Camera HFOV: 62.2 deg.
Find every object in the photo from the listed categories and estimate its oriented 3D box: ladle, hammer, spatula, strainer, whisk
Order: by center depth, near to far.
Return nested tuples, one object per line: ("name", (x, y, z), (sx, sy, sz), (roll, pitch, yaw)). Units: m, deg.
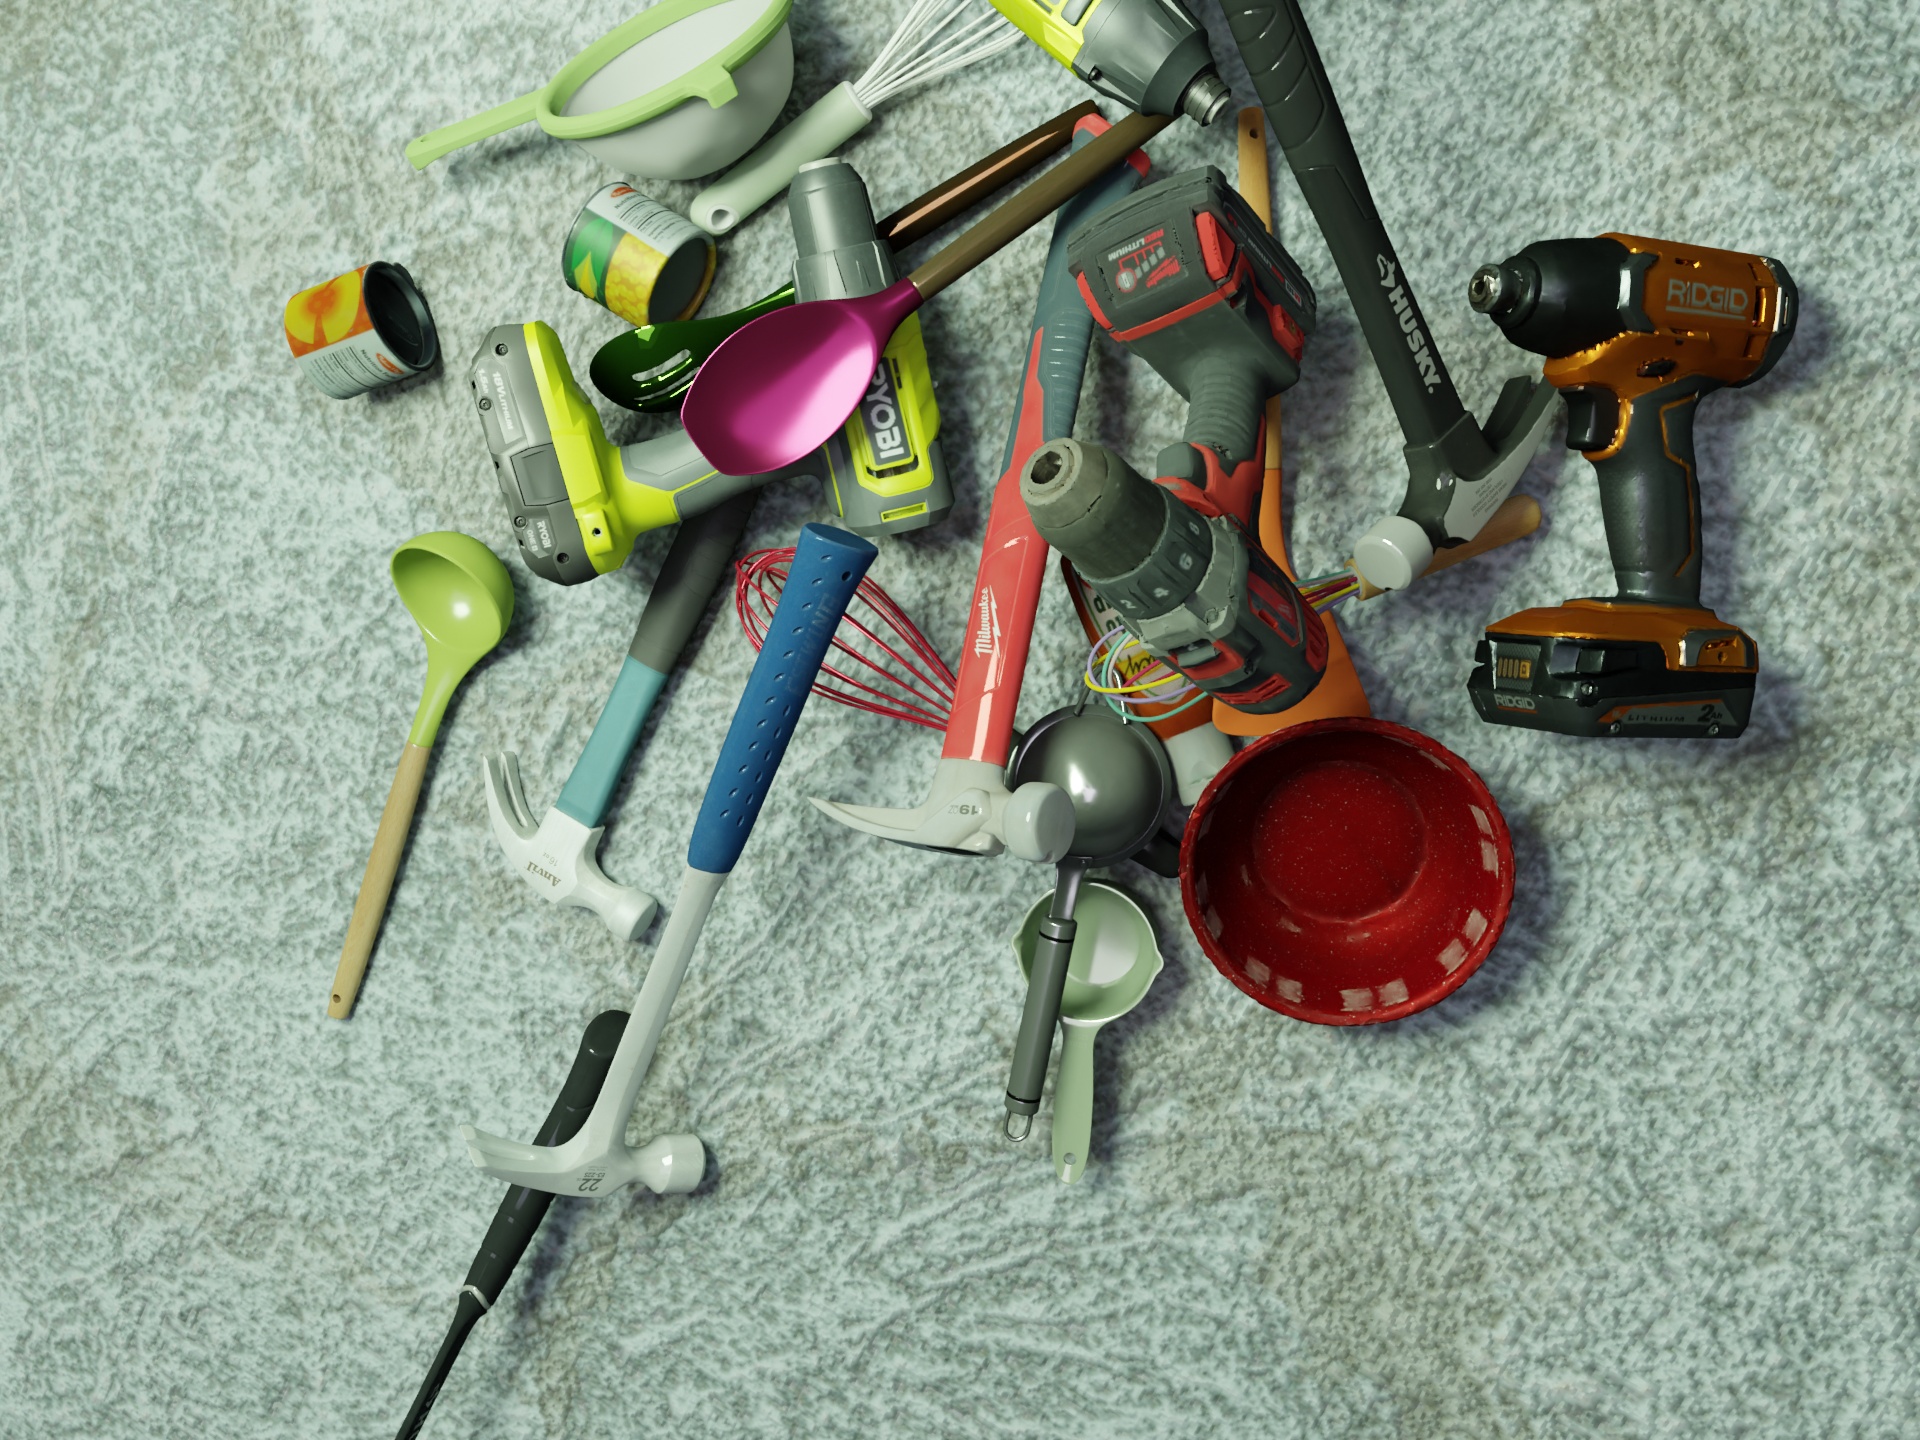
("hammer", (0.173, -0.235, 0.710), (0.146, 0.035, 0.334), (-41, 114, -24))
("whisk", (0.176, -0.058, 0.781), (0.245, 0.047, 0.051), (-21, 87, -6))
("hammer", (0.023, -0.124, 0.806), (0.143, 0.038, 0.386), (4, 76, 37))
("spatula", (0.159, -0.154, 0.816), (0.081, 0.041, 0.322), (-3, 92, -1))
("strainer", (0.054, 0.100, 0.822), (0.087, 0.050, 0.258), (10, 101, -4))
("hammer", (-0.142, 0.086, 0.843), (0.035, 0.144, 0.405), (42, 115, 48))
("whisk", (-0.050, -0.341, 0.860), (0.246, 0.057, 0.059), (-32, 51, 17))
("whisk", (-0.001, -0.003, 0.860), (0.296, 0.073, 0.073), (34, 101, 5))
("strainer", (-0.192, -0.325, 0.875), (0.256, 0.152, 0.069), (-8, 134, 26))
("hammer", (-0.172, -0.044, 0.914), (0.128, 0.033, 0.331), (29, 100, 10))
("hammer", (-0.291, 0.357, 0.940), (0.036, 0.149, 0.409), (28, 91, 11))
("ladle", (-0.338, 0.039, 0.952), (0.078, 0.062, 0.320), (23, 102, 12))

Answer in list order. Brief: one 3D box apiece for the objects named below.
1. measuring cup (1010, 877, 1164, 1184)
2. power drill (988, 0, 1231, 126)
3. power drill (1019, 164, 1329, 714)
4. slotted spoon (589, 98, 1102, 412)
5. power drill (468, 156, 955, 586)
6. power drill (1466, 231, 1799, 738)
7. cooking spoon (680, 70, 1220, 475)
("measuring cup", (0.068, 0.166, 0.864), (0.083, 0.038, 0.167), (6, 97, 14))
("power drill", (0.107, -0.397, 0.714), (0.171, 0.080, 0.223), (43, 113, 10))
("power drill", (0.093, -0.131, 0.699), (0.080, 0.187, 0.227), (-17, 57, 35))
("slotted spoon", (-0.063, -0.249, 0.865), (0.314, 0.070, 0.031), (-29, 62, 9))
("power drill", (-0.128, -0.175, 0.828), (0.228, 0.080, 0.190), (-14, 104, -4))
("power drill", (0.296, -0.108, 0.732), (0.164, 0.084, 0.226), (1, 95, -22))
("cooking spoon", (-0.002, -0.229, 0.791), (0.319, 0.017, 0.068), (-36, 99, -1))
